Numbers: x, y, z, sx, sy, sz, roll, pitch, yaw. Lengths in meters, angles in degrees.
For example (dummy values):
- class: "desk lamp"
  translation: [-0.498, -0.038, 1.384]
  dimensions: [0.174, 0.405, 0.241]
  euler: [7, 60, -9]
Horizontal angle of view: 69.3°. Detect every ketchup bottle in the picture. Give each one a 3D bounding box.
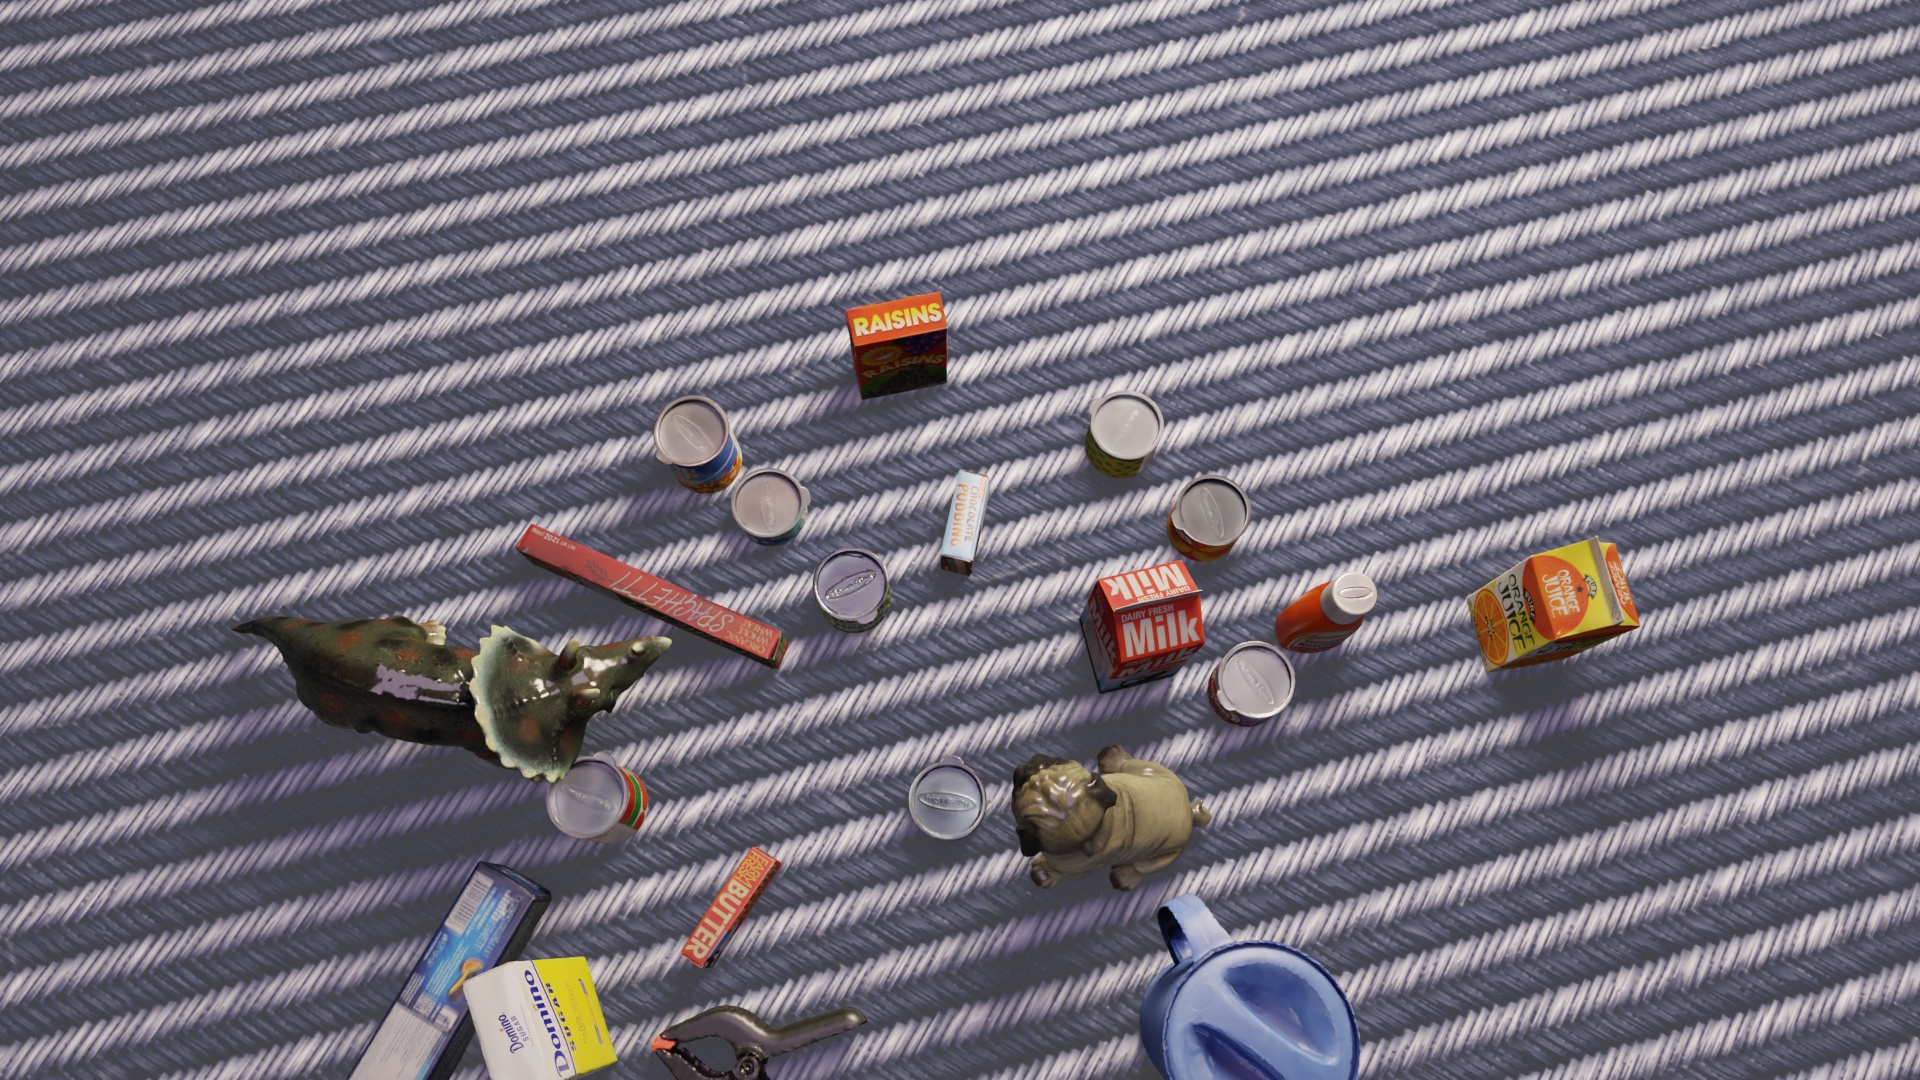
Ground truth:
- class: "ketchup bottle"
  translation: [0.313, 0.061, 1.177]
  dimensions: [0.065, 0.148, 0.043]
  euler: [-4, 74, -2]

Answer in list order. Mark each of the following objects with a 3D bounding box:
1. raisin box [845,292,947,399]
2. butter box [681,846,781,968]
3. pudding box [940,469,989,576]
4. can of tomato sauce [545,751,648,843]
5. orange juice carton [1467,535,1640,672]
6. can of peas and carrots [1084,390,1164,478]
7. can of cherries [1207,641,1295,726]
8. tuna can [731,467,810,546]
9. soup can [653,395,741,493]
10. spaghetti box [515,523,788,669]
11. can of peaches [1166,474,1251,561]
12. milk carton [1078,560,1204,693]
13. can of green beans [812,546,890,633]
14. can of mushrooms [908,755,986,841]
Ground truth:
- class: "raisin box"
  translation: [-0.055, -0.175, 1.255]
  dimensions: [0.086, 0.123, 0.040]
  euler: [-11, 75, -4]
- class: "butter box"
  translation: [-0.189, 0.303, 1.150]
  dimensions: [0.024, 0.053, 0.104]
  euler: [32, 76, 8]
- class: "pudding box"
  translation: [0.004, -0.016, 1.247]
  dimensions: [0.030, 0.049, 0.084]
  euler: [11, 74, 3]
- class: "can of tomato sauce"
  translation: [-0.301, 0.215, 1.158]
  dimensions: [0.071, 0.083, 0.071]
  euler: [0, 74, -1]
- class: "orange juice carton"
  translation: [0.499, 0.054, 1.159]
  dimensions: [0.073, 0.192, 0.072]
  euler: [-9, 74, -3]
- class: "can of peas and carrots"
  translation: [0.146, -0.097, 1.268]
  dimensions: [0.071, 0.058, 0.071]
  euler: [0, 74, -1]
- class: "can of cherries"
  translation: [0.249, 0.126, 1.204]
  dimensions: [0.071, 0.058, 0.071]
  euler: [0, 74, -1]
- class: "tuna can"
  translation: [-0.170, -0.030, 1.258]
  dimensions: [0.071, 0.032, 0.071]
  euler: [0, 74, -1]
- class: "soup can"
  translation: [-0.236, -0.083, 1.246]
  dimensions: [0.071, 0.083, 0.071]
  euler: [0, 74, -1]
- class: "spaghetti box"
  translation: [-0.269, 0.050, 1.224]
  dimensions: [0.250, 0.050, 0.029]
  euler: [23, 75, 6]
- class: "can of peaches"
  translation: [0.220, -0.019, 1.247]
  dimensions: [0.071, 0.058, 0.071]
  euler: [0, 74, -1]
- class: "milk carton"
  translation: [0.150, 0.070, 1.151]
  dimensions: [0.072, 0.190, 0.073]
  euler: [-13, 75, -4]
- class: "can of green beans"
  translation: [-0.095, 0.045, 1.224]
  dimensions: [0.071, 0.057, 0.071]
  euler: [0, 74, -1]
- class: "can of mushrooms"
  translation: [-0.010, 0.221, 1.186]
  dimensions: [0.071, 0.033, 0.071]
  euler: [0, 74, -1]
